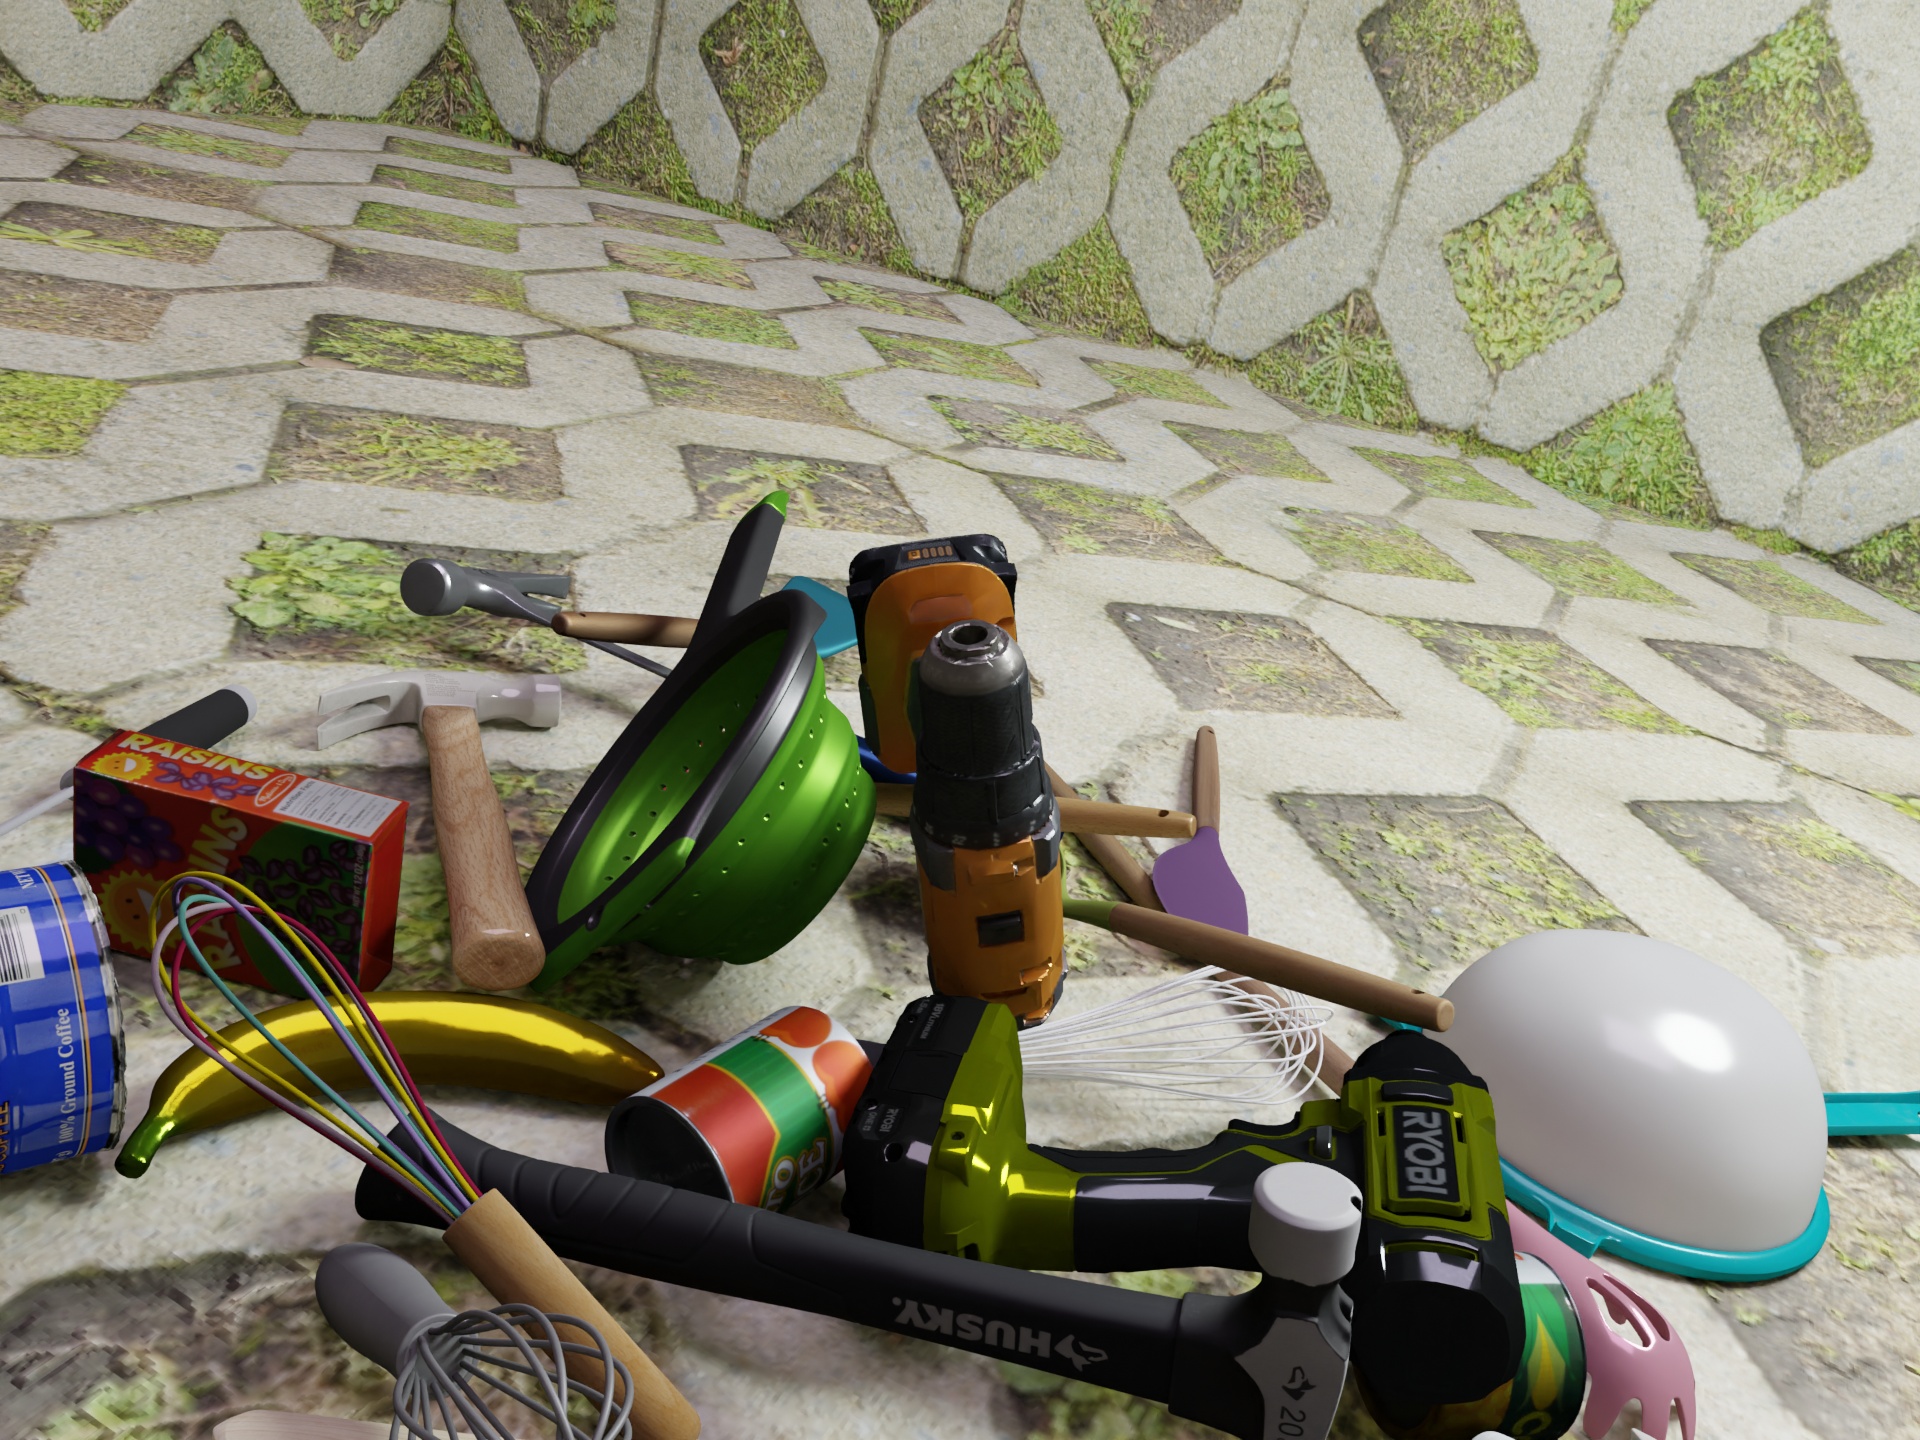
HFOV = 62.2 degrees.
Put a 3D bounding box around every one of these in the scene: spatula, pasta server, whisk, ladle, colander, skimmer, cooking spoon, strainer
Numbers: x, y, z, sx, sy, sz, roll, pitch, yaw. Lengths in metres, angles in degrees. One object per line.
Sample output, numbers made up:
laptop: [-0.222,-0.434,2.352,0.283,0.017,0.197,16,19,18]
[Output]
spatula: [0.150,0.061,0.982,0.060,0.018,0.316,26,21,-1]
pasta server: [0.203,0.196,0.720,0.060,0.040,0.316,0,23,-29]
whisk: [0.041,0.146,0.704,0.284,0.070,0.070,-1,28,-22]
ladle: [0.093,0.086,0.744,0.078,0.062,0.320,-5,9,-37]
ladle: [-0.031,0.040,0.825,0.315,0.031,0.069,4,39,24]
spatula: [-0.145,-0.062,0.966,0.082,0.044,0.317,30,12,18]
colander: [-0.101,0.000,0.806,0.094,0.204,0.397,40,28,-20]
skimmer: [-0.422,0.023,0.668,0.127,0.090,0.363,-14,16,15]
cooking spoon: [0.054,0.038,0.991,0.068,0.017,0.319,5,25,-27]
strainer: [0.392,0.168,0.798,0.340,0.095,0.211,5,25,-18]
whisk: [-0.144,0.171,0.430,0.055,0.055,0.239,-2,-5,-33]
whisk: [-0.173,0.142,0.507,0.245,0.047,0.051,46,-10,4]

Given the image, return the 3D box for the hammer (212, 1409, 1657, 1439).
hammer: [-0.002,0.213,0.424,0.410,0.038,0.146,1,-5,10]

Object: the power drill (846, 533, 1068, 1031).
power drill: [-0.001,-0.002,0.703,0.084,0.185,0.226,-8,36,-3]

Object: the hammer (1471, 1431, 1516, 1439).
hammer: [0.097,0.250,0.408,0.330,0.033,0.128,4,-3,-37]

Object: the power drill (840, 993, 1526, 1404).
power drill: [0.081,0.161,0.584,0.223,0.080,0.171,1,20,13]

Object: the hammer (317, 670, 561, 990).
hammer: [-0.241,0.038,0.767,0.130,0.031,0.332,1,20,-22]

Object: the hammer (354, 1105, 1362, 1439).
hammer: [-0.047,0.184,0.519,0.335,0.146,0.035,8,21,14]

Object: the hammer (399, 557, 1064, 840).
hammer: [-0.126,-0.009,0.948,0.405,0.035,0.144,23,8,12]
